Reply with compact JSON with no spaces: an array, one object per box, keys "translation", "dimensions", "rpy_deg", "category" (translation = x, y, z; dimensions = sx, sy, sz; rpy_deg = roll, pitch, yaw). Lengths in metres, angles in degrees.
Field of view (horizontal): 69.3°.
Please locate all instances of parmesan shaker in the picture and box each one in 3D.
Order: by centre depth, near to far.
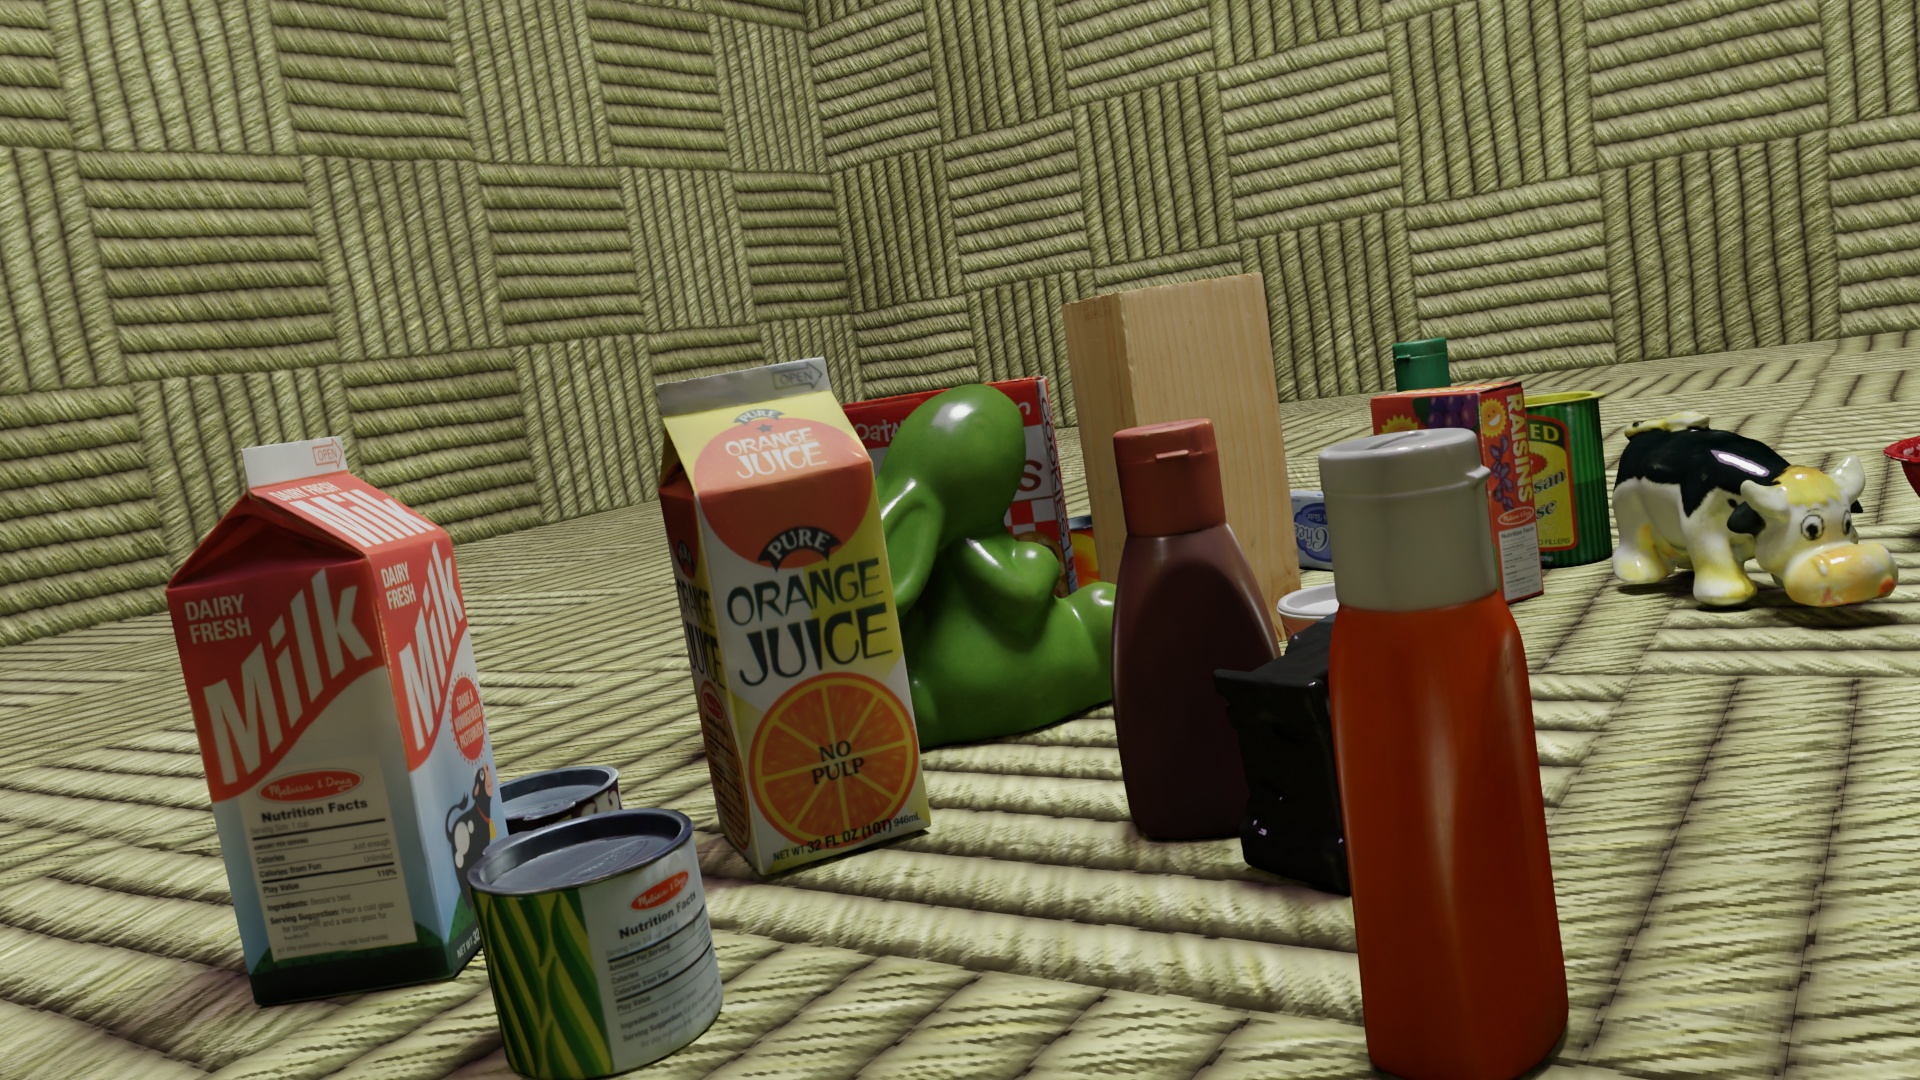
[{"translation":[0.374,-0.039,0.875],"dimensions":[0.071,0.103,0.071],"rpy_deg":[-9,7,1],"category":"parmesan shaker"}]

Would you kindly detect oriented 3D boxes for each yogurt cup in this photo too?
[{"translation":[0.179,0.050,0.622],"dimensions":[0.072,0.054,0.072],"rpy_deg":[-9,7,1],"category":"yogurt cup"}]

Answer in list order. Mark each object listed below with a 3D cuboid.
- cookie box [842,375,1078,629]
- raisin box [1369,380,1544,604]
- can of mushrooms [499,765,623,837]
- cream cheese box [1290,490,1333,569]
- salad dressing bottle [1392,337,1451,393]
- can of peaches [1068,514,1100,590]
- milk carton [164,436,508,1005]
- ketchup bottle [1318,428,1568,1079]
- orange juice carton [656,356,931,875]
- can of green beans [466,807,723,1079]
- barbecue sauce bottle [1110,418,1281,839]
[{"translation":[0.003,-0.011,0.855],"dimensions":[0.123,0.167,0.040],"rpy_deg":[-7,7,13],"category":"cookie box"},{"translation":[0.290,-0.028,0.814],"dimensions":[0.040,0.123,0.086],"rpy_deg":[-12,8,-26],"category":"raisin box"},{"translation":[-0.173,0.120,0.581],"dimensions":[0.071,0.033,0.071],"rpy_deg":[-9,7,1],"category":"can of mushrooms"},{"translation":[0.261,-0.006,0.959],"dimensions":[0.024,0.053,0.104],"rpy_deg":[-12,8,-27],"category":"cream cheese box"},{"translation":[0.330,-0.067,0.974],"dimensions":[0.044,0.147,0.064],"rpy_deg":[-13,8,-31],"category":"salad dressing bottle"},{"translation":[0.092,0.014,0.986],"dimensions":[0.071,0.058,0.071],"rpy_deg":[-9,7,1],"category":"can of peaches"},{"translation":[-0.222,0.058,0.501],"dimensions":[0.073,0.190,0.072],"rpy_deg":[-9,7,2],"category":"milk carton"},{"translation":[0.114,0.049,0.333],"dimensions":[0.043,0.148,0.065],"rpy_deg":[-4,9,39],"category":"ketchup bottle"},{"translation":[-0.071,0.026,0.558],"dimensions":[0.072,0.192,0.073],"rpy_deg":[-12,7,-23],"category":"orange juice carton"},{"translation":[-0.108,0.119,0.417],"dimensions":[0.071,0.057,0.071],"rpy_deg":[-9,7,1],"category":"can of green beans"},{"translation":[0.084,0.031,0.507],"dimensions":[0.065,0.148,0.044],"rpy_deg":[-9,7,3],"category":"barbecue sauce bottle"}]
